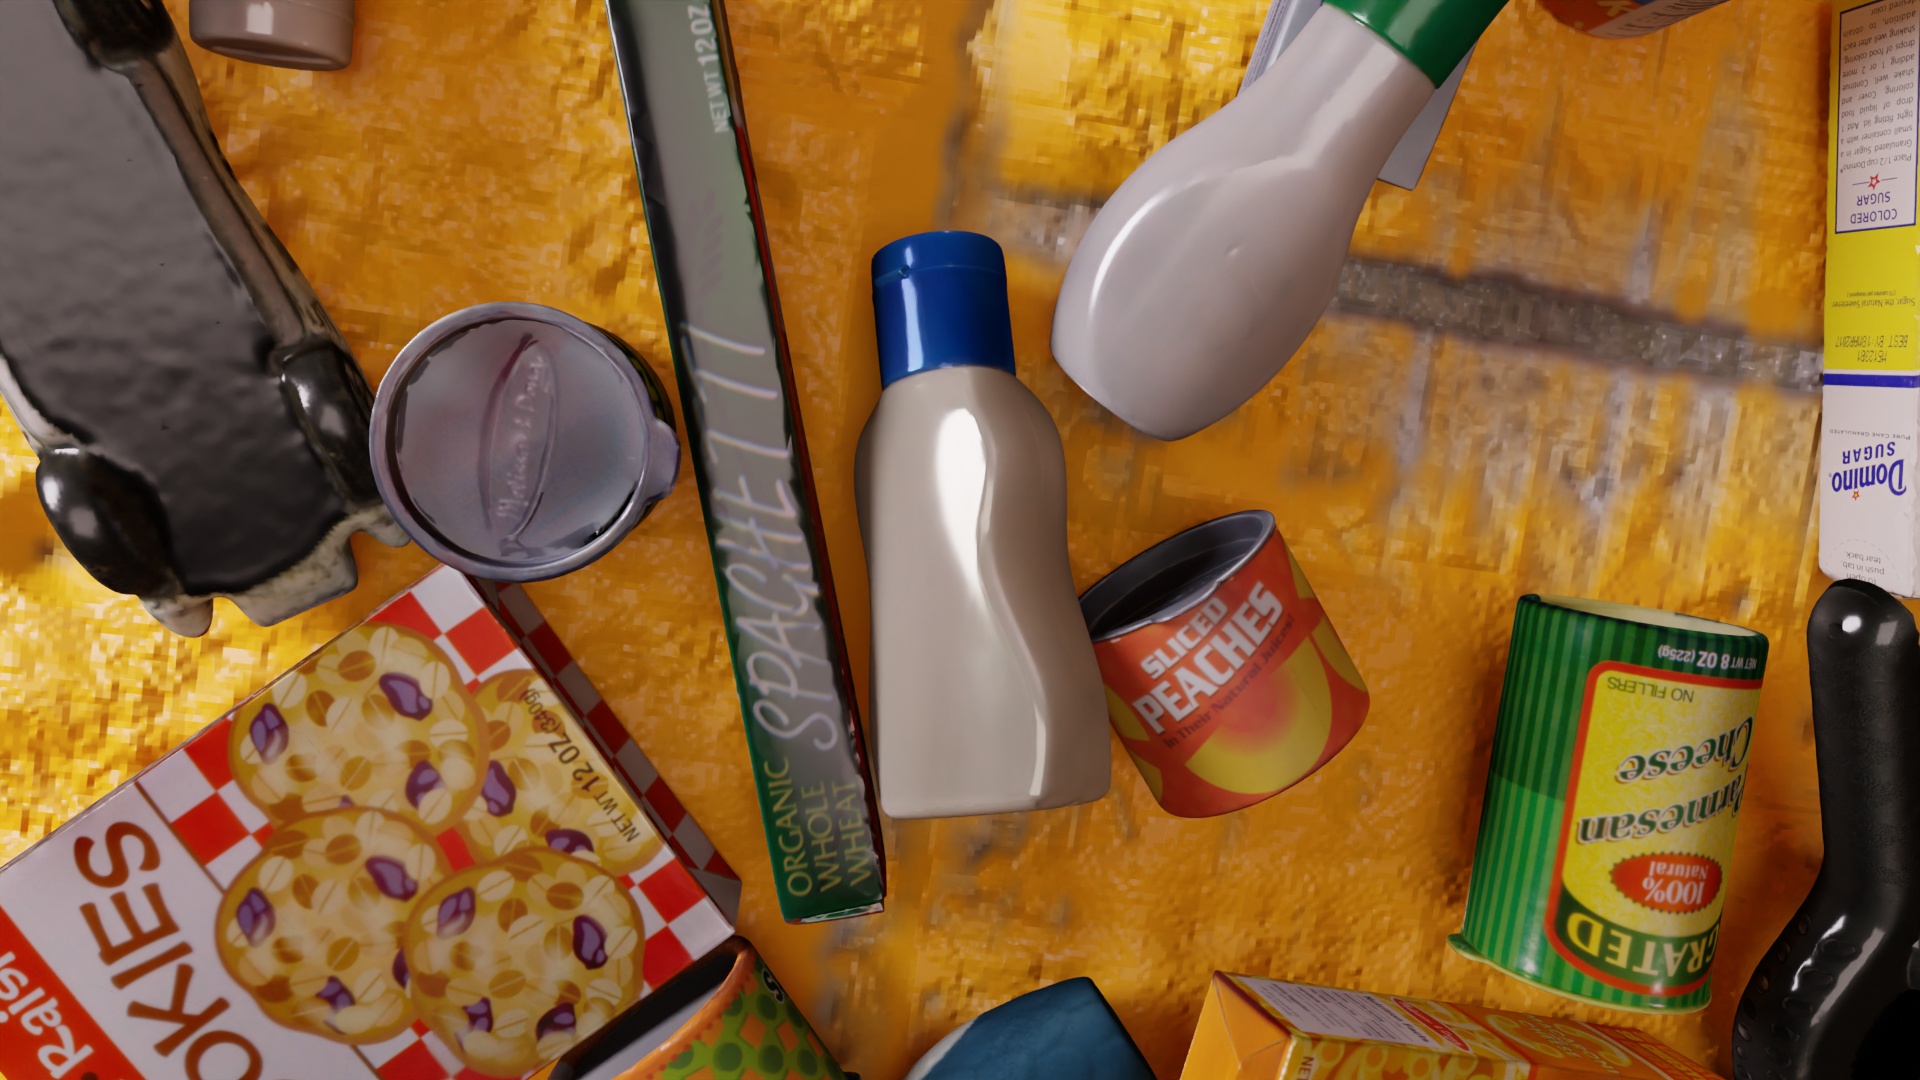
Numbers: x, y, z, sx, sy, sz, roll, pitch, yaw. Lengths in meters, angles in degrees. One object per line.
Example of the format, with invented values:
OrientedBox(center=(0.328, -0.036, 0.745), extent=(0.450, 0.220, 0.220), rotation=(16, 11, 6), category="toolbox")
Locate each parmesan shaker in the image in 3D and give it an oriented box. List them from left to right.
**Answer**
OrientedBox(center=(0.182, 0.071, 0.394), extent=(0.071, 0.071, 0.103), rotation=(7, 95, -7), category="parmesan shaker")

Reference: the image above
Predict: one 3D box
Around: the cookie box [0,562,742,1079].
OrientedBox(center=(-0.162, 0.099, 0.368), extent=(0.167, 0.040, 0.123), rotation=(-35, 99, -2), category="cookie box")

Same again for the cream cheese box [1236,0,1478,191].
OrientedBox(center=(0.115, -0.151, 0.370), extent=(0.053, 0.024, 0.103), rotation=(14, 114, -7), category="cream cheese box")

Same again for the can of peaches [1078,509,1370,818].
OrientedBox(center=(0.068, 0.033, 0.374), extent=(0.071, 0.071, 0.058), rotation=(-31, 100, -3), category="can of peaches")

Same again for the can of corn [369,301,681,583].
OrientedBox(center=(-0.105, -0.025, 0.354), extent=(0.071, 0.058, 0.071), rotation=(-1, 96, -7), category="can of corn")

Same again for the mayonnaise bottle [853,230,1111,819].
OrientedBox(center=(0.001, -0.005, 0.360), extent=(0.041, 0.064, 0.148), rotation=(5, 76, -46), category="mayonnaise bottle")

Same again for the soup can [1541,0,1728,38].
OrientedBox(center=(0.195, -0.177, 0.362), extent=(0.071, 0.084, 0.071), rotation=(-1, 96, -7), category="soup can")

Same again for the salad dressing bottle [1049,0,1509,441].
OrientedBox(center=(0.083, -0.095, 0.356), extent=(0.064, 0.044, 0.147), rotation=(31, 109, -20), category="salad dressing bottle")

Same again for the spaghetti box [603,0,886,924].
OrientedBox(center=(-0.054, -0.025, 0.364), extent=(0.029, 0.050, 0.249), rotation=(-10, 97, -4), category="spaghetti box")

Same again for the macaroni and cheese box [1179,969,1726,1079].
OrientedBox(center=(0.132, 0.196, 0.393), extent=(0.166, 0.040, 0.123), rotation=(15, 94, -23), category="macaroni and cheese box")

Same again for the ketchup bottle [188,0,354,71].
OrientedBox(center=(-0.165, -0.194, 0.338), extent=(0.065, 0.043, 0.148), rotation=(3, 96, -8), category="ketchup bottle")

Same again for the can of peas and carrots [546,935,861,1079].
OrientedBox(center=(-0.066, 0.148, 0.373), extent=(0.071, 0.071, 0.058), rotation=(-34, 98, -2), category="can of peas and carrots")
